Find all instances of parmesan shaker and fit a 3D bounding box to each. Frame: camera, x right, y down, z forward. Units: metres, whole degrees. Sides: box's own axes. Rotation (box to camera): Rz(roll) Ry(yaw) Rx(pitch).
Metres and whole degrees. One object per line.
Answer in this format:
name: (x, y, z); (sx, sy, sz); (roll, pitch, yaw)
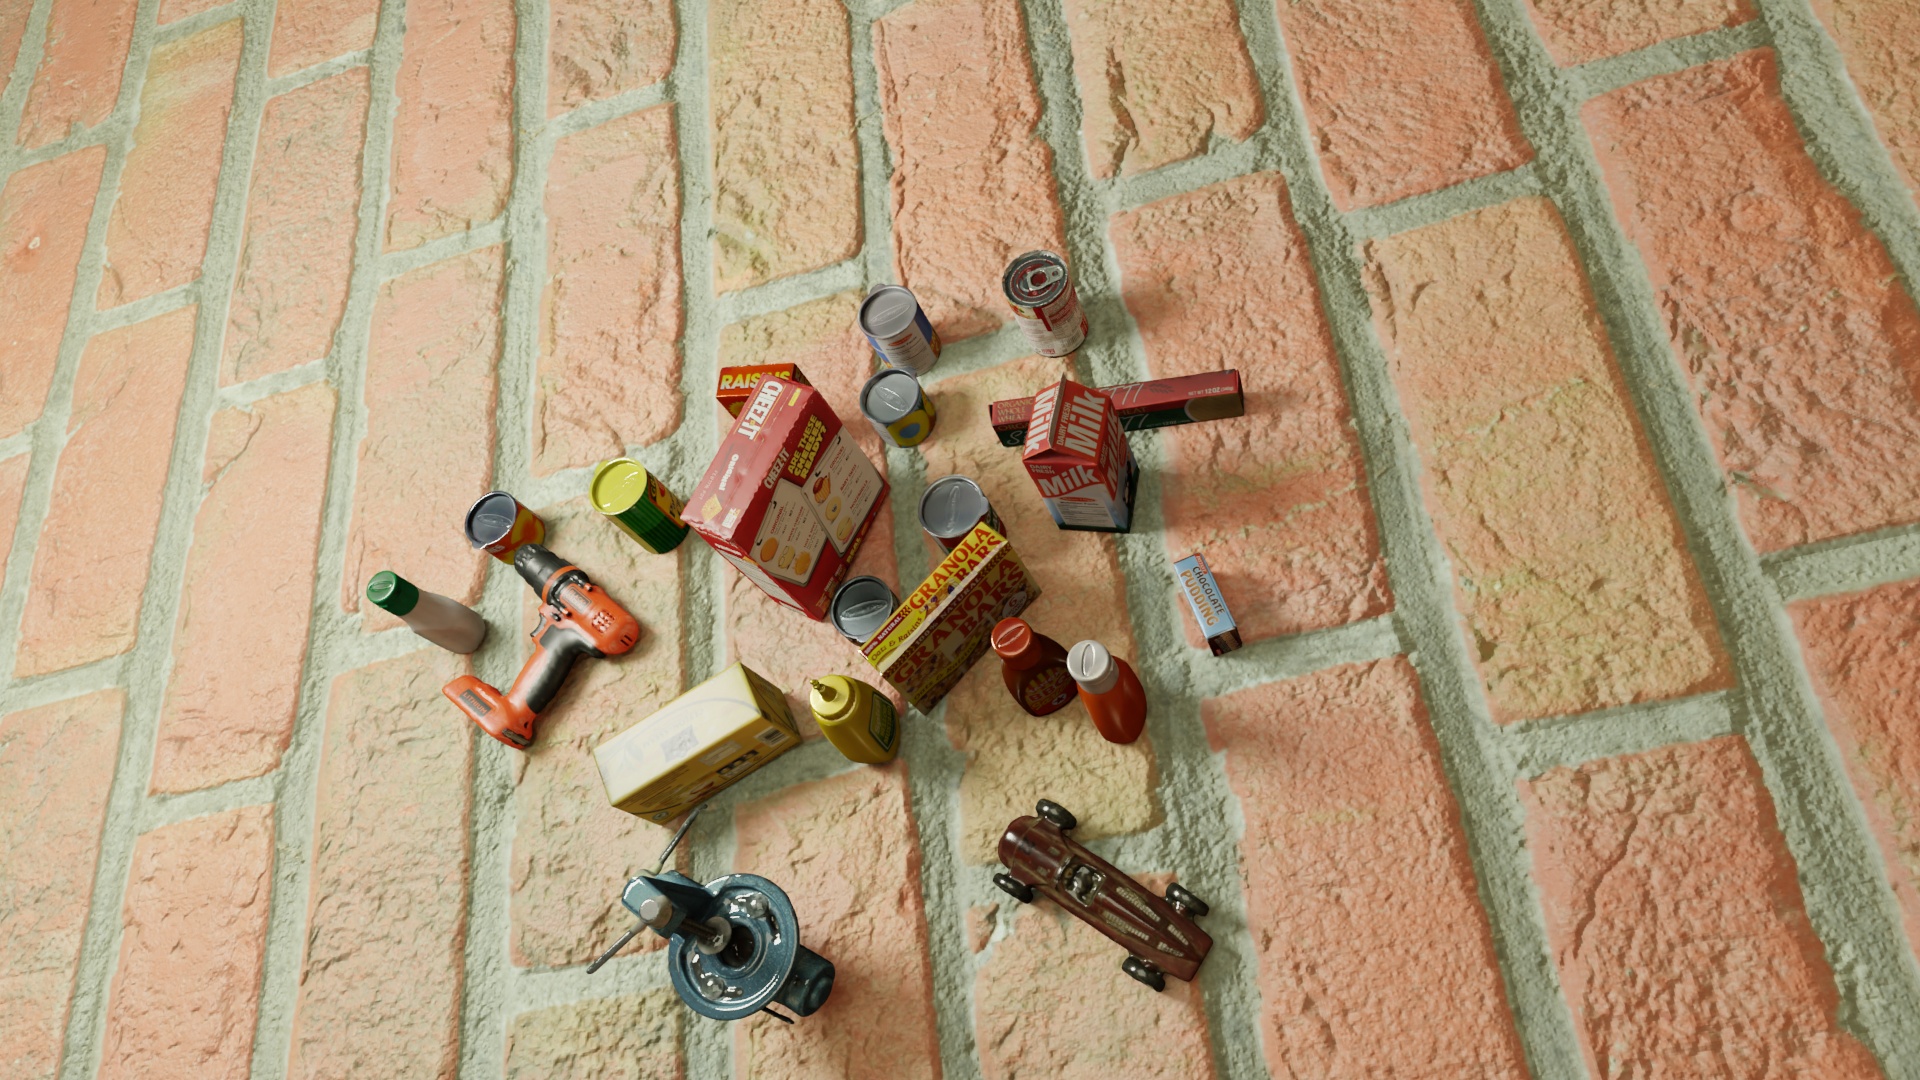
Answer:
parmesan shaker: (-0.338, -0.038, 1.468); (0.071, 0.102, 0.071); (-7, 64, 16)

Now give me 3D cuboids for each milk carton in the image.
milk carton: (0.110, -0.079, 1.286); (0.073, 0.190, 0.072); (4, 68, 20)

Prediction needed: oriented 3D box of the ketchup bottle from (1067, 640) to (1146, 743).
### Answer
ketchup bottle: (0.128, 0.128, 1.206); (0.043, 0.148, 0.065); (0, 66, 19)

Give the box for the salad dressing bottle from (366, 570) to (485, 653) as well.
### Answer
salad dressing bottle: (-0.563, 0.076, 1.465); (0.064, 0.147, 0.044); (-7, 64, 16)

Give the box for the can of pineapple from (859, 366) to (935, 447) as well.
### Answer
can of pineapple: (-0.063, -0.139, 1.449); (0.071, 0.057, 0.071); (-7, 64, 15)

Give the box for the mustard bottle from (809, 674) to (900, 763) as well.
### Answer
mustard bottle: (-0.101, 0.157, 1.263); (0.049, 0.159, 0.065); (-5, 65, 17)

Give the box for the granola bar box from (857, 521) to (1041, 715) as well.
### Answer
granola bar box: (-0.007, 0.074, 1.291); (0.166, 0.124, 0.039); (-46, 61, -6)

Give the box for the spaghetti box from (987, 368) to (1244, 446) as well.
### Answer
spaghetti box: (0.153, -0.130, 1.377); (0.250, 0.050, 0.029); (-6, 64, 16)

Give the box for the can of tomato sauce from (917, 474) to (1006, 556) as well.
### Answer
can of tomato sauce: (0.005, -0.017, 1.354); (0.071, 0.083, 0.071); (-7, 64, 16)

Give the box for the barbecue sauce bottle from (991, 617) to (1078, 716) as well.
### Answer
barbecue sauce bottle: (0.064, 0.110, 1.236); (0.065, 0.148, 0.044); (-36, 60, 0)

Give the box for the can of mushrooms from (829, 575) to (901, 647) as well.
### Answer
can of mushrooms: (-0.093, 0.073, 1.373); (0.071, 0.033, 0.071); (-7, 64, 15)

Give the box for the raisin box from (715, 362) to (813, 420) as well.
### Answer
raisin box: (-0.190, -0.138, 1.454); (0.086, 0.123, 0.040); (-1, 66, 19)

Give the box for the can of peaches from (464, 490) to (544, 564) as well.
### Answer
can of peaches: (-0.505, -0.011, 1.538); (0.071, 0.058, 0.071); (-7, 64, 15)

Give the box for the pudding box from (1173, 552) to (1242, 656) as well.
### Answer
pudding box: (0.225, 0.058, 1.263); (0.030, 0.049, 0.084); (-24, 61, 7)

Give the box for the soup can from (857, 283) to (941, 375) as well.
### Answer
soup can: (-0.065, -0.223, 1.475); (0.071, 0.083, 0.071); (-7, 64, 16)
